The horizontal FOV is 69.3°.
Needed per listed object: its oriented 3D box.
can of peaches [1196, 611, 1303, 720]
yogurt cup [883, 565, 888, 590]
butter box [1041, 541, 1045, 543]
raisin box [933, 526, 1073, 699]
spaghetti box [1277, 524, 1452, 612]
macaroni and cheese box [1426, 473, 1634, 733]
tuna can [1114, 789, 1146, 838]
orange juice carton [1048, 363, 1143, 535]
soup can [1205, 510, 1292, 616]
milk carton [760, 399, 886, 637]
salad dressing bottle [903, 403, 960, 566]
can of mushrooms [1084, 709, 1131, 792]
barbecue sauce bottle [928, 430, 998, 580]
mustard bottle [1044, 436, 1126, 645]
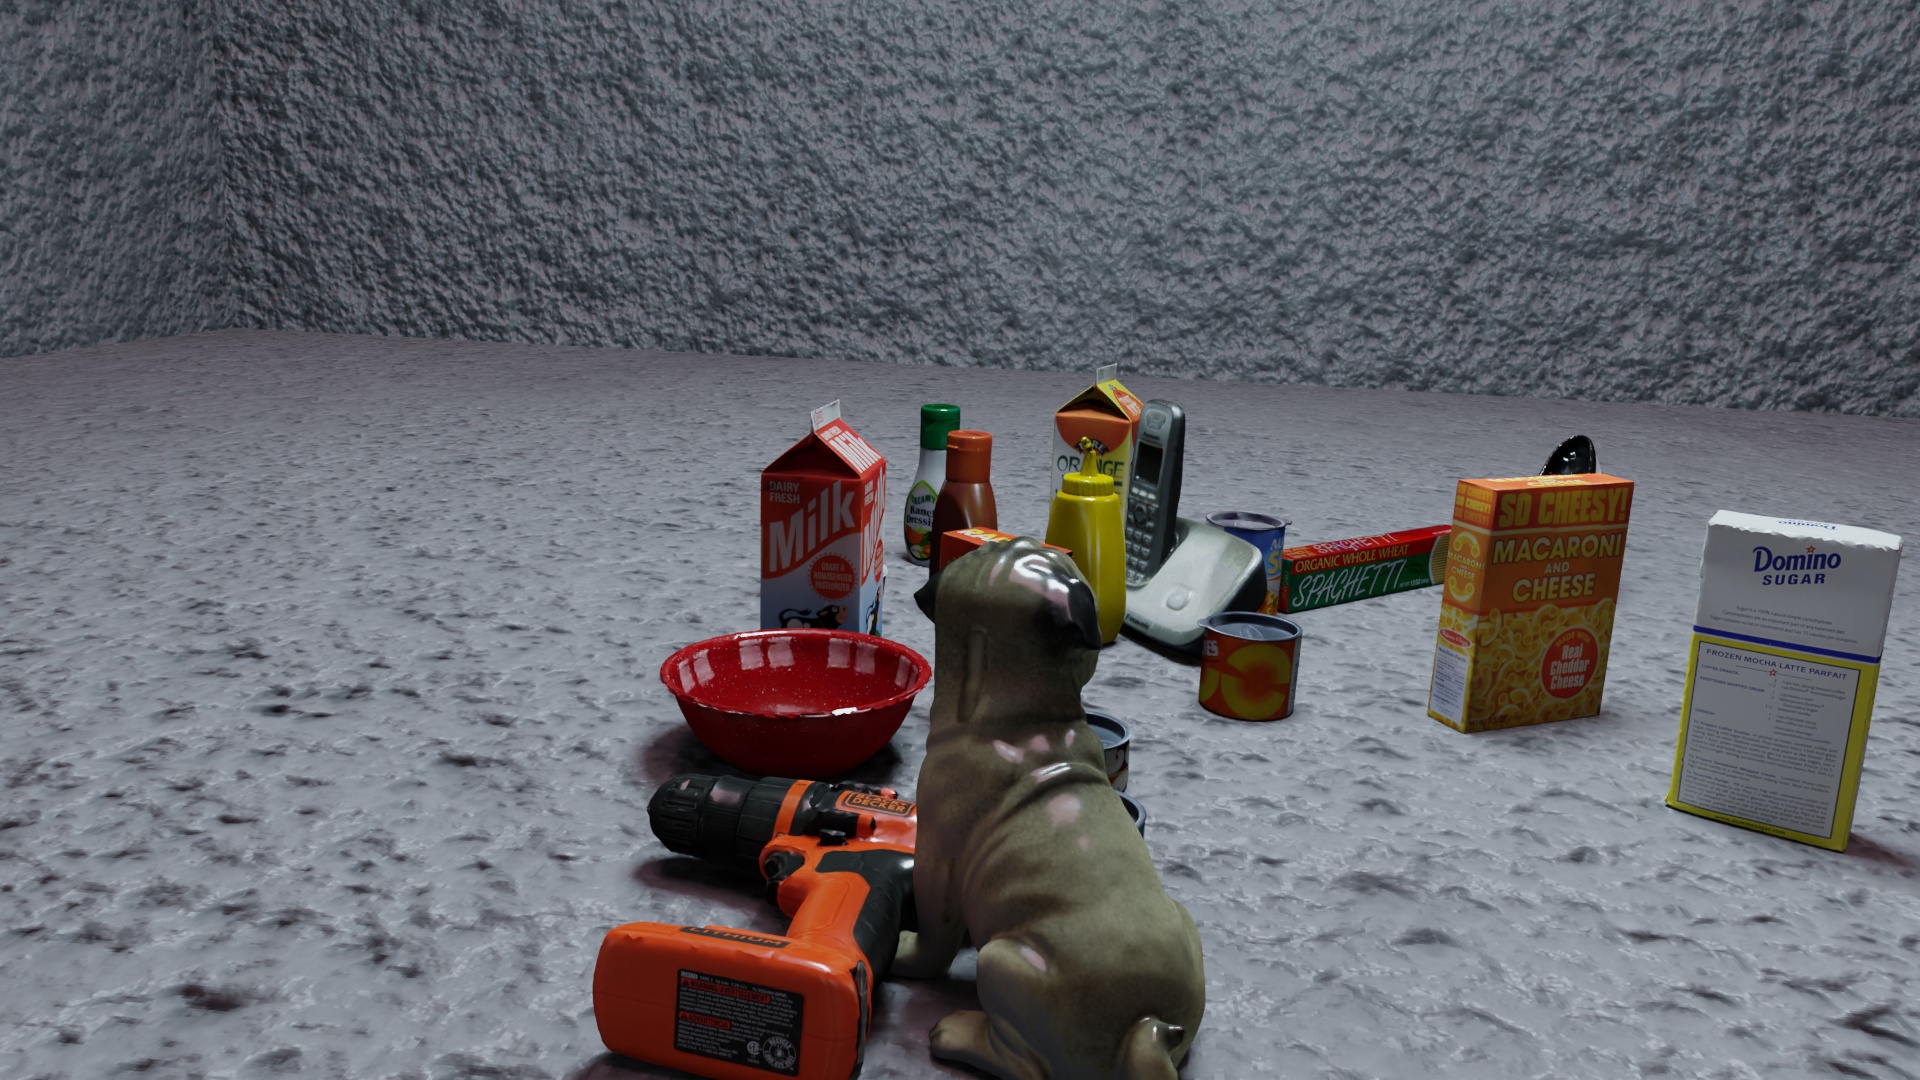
[{"bbox_3d":[0.195,0.085,0.949,0.071,0.058,0.071,2,13,0],"label":"can of peaches"},{"bbox_3d":[-0.090,0.046,1.068,0.072,0.053,0.072,2,13,0],"label":"yogurt cup"},{"bbox_3d":[0.070,0.031,1.161,0.024,0.053,0.104,10,15,28],"label":"butter box"},{"bbox_3d":[0.026,0.060,0.884,0.040,0.123,0.086,-9,18,-41],"label":"raisin box"},{"bbox_3d":[0.368,0.023,1.251,0.251,0.050,0.029,-7,16,-35],"label":"spaghetti box"},{"bbox_3d":[0.384,0.040,0.939,0.124,0.166,0.040,-3,14,-23],"label":"macaroni and cheese box"},{"bbox_3d":[0.061,0.150,0.708,0.071,0.032,0.071,2,13,0],"label":"tuna can"},{"bbox_3d":[0.127,-0.063,1.263,0.073,0.192,0.072,7,14,21],"label":"orange juice carton"},{"bbox_3d":[0.237,0.023,1.159,0.071,0.083,0.071,2,13,0],"label":"soup can"},{"bbox_3d":[-0.095,0.000,0.967,0.073,0.190,0.072,5,13,9],"label":"milk carton"},{"bbox_3d":[-0.021,-0.051,1.282,0.064,0.147,0.044,13,17,38],"label":"salad dressing bottle"},{"bbox_3d":[0.066,0.125,0.810,0.071,0.033,0.071,2,13,0],"label":"can of mushrooms"},{"bbox_3d":[0.004,-0.014,1.132,0.044,0.148,0.065,-9,17,-40],"label":"barbecue sauce bottle"},{"bbox_3d":[0.097,0.000,1.067,0.065,0.159,0.049,15,18,42],"label":"mustard bottle"}]
